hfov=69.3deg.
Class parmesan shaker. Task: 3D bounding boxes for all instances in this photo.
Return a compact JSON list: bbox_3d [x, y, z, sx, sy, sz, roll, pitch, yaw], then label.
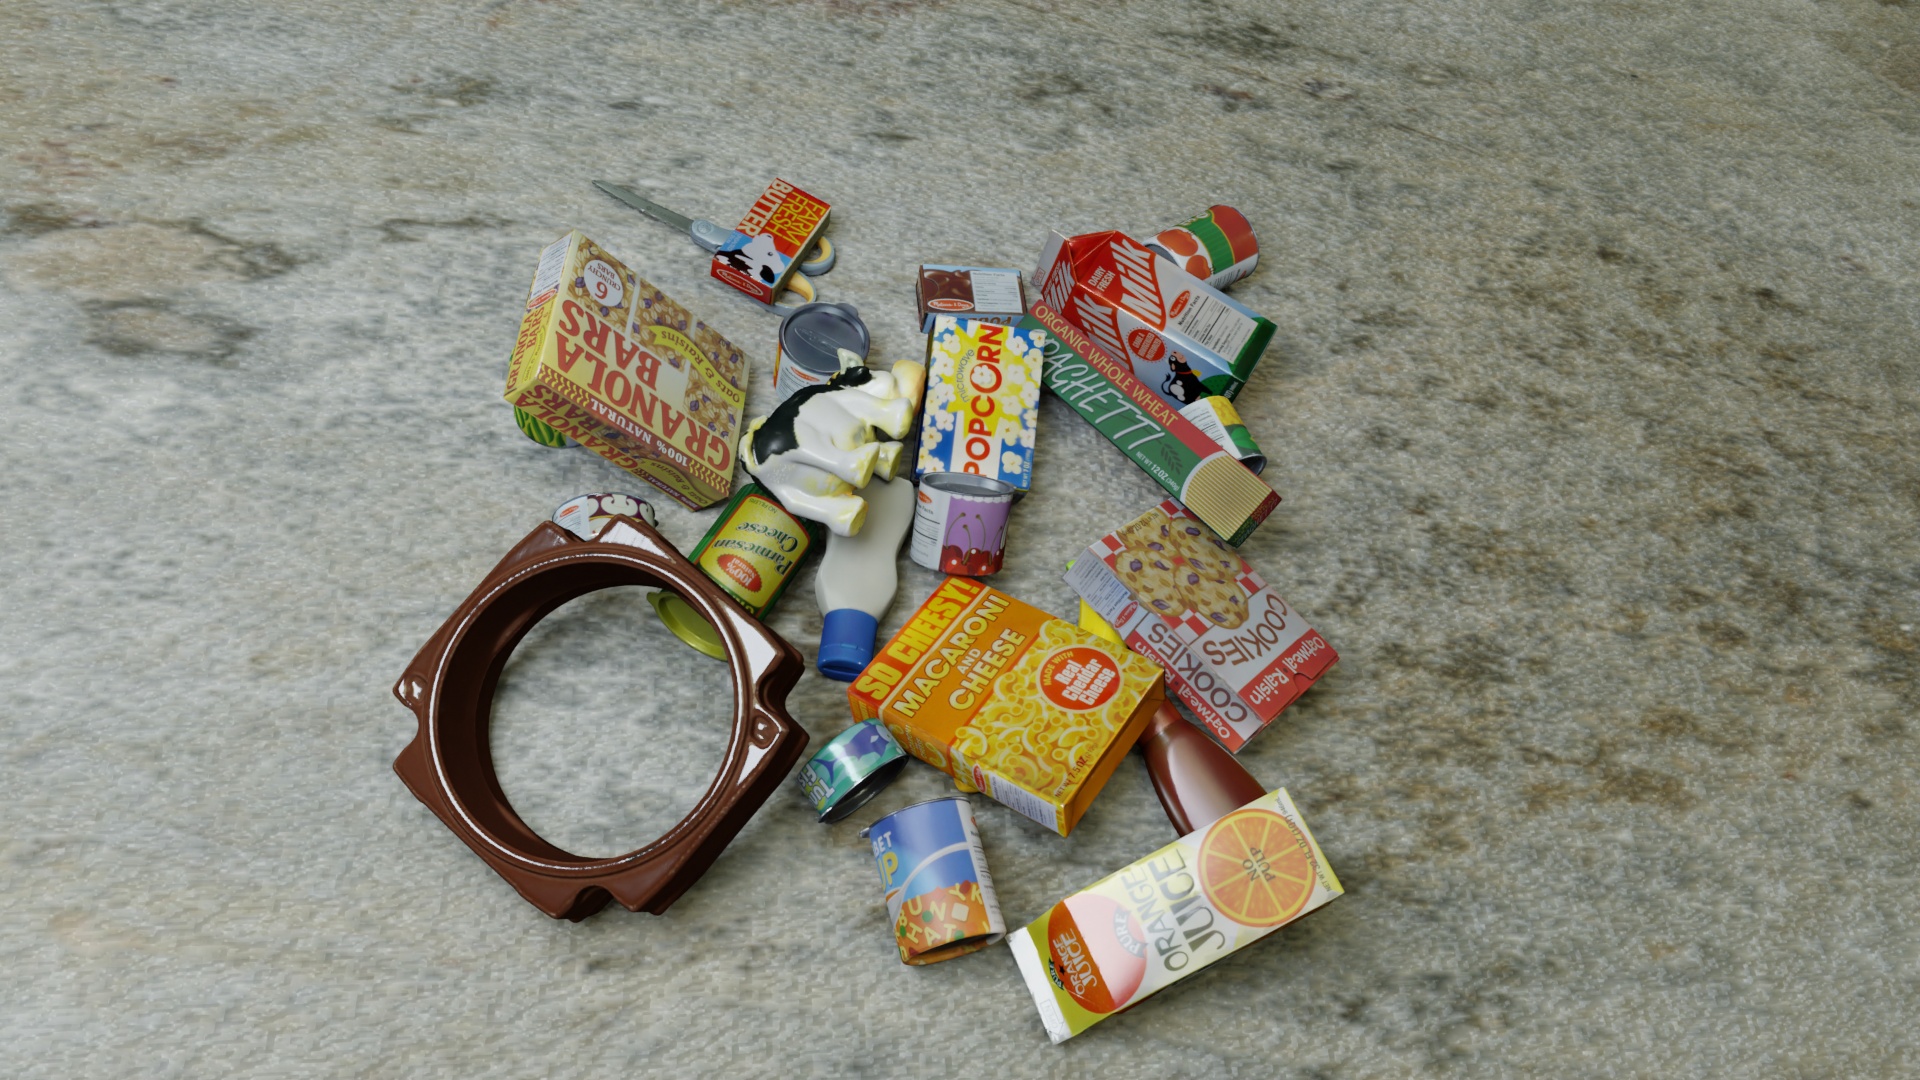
[{"bbox_3d":[-0.149,0.018,0.919,0.071,0.071,0.103,30,58,4],"label":"parmesan shaker"}]

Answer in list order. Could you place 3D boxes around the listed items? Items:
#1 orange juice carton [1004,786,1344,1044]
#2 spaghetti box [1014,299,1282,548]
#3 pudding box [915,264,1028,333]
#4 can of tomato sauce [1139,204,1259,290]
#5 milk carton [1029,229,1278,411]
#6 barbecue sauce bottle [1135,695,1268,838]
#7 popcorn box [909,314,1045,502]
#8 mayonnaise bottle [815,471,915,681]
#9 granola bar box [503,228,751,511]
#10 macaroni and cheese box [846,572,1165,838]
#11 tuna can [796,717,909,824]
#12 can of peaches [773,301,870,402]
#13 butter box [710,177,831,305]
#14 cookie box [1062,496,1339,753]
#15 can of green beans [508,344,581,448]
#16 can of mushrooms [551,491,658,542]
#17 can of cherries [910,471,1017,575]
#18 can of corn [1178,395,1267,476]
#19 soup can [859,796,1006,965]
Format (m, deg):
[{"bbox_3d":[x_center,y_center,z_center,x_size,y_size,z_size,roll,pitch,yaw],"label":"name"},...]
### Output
[{"bbox_3d":[0.127,0.228,0.842,0.193,0.073,0.072,-27,69,-2],"label":"orange juice carton"},{"bbox_3d":[0.128,-0.091,1.032,0.050,0.028,0.251,-49,63,7],"label":"spaghetti box"},{"bbox_3d":[0.008,-0.191,1.100,0.084,0.030,0.050,0,62,-14],"label":"pudding box"},{"bbox_3d":[0.193,-0.234,1.149,0.083,0.071,0.071,-30,71,-26],"label":"can of tomato sauce"},{"bbox_3d":[0.144,-0.176,1.101,0.191,0.072,0.074,32,58,4],"label":"milk carton"},{"bbox_3d":[0.157,0.159,0.926,0.065,0.043,0.149,-29,70,-20],"label":"barbecue sauce bottle"},{"bbox_3d":[0.013,-0.097,1.023,0.085,0.038,0.127,8,76,-7],"label":"popcorn box"},{"bbox_3d":[-0.070,0.022,0.952,0.065,0.041,0.149,11,60,-7],"label":"mayonnaise bottle"},{"bbox_3d":[-0.220,-0.111,0.937,0.165,0.039,0.125,35,47,-43],"label":"granola bar box"},{"bbox_3d":[0.030,0.101,0.897,0.166,0.040,0.124,24,54,28],"label":"macaroni and cheese box"},{"bbox_3d":[-0.069,0.144,0.866,0.071,0.070,0.033,-32,71,-27],"label":"tuna can"},{"bbox_3d":[-0.102,-0.134,1.024,0.071,0.057,0.071,6,59,-10],"label":"can of peaches"},{"bbox_3d":[-0.145,-0.231,1.070,0.053,0.024,0.104,27,57,1],"label":"butter box"},{"bbox_3d":[0.170,0.054,0.970,0.168,0.040,0.123,46,40,14],"label":"cookie box"},{"bbox_3d":[-0.278,-0.107,0.965,0.071,0.057,0.071,6,59,-10],"label":"can of green beans"},{"bbox_3d":[-0.231,-0.002,0.912,0.071,0.070,0.033,-4,62,-16],"label":"can of mushrooms"},{"bbox_3d":[0.003,-0.012,0.963,0.071,0.058,0.071,7,14,-2],"label":"can of cherries"},{"bbox_3d":[0.189,-0.067,1.054,0.071,0.070,0.058,-18,66,-22],"label":"can of corn"},{"bbox_3d":[-0.017,0.208,0.843,0.071,0.071,0.084,-8,63,-18],"label":"soup can"}]
